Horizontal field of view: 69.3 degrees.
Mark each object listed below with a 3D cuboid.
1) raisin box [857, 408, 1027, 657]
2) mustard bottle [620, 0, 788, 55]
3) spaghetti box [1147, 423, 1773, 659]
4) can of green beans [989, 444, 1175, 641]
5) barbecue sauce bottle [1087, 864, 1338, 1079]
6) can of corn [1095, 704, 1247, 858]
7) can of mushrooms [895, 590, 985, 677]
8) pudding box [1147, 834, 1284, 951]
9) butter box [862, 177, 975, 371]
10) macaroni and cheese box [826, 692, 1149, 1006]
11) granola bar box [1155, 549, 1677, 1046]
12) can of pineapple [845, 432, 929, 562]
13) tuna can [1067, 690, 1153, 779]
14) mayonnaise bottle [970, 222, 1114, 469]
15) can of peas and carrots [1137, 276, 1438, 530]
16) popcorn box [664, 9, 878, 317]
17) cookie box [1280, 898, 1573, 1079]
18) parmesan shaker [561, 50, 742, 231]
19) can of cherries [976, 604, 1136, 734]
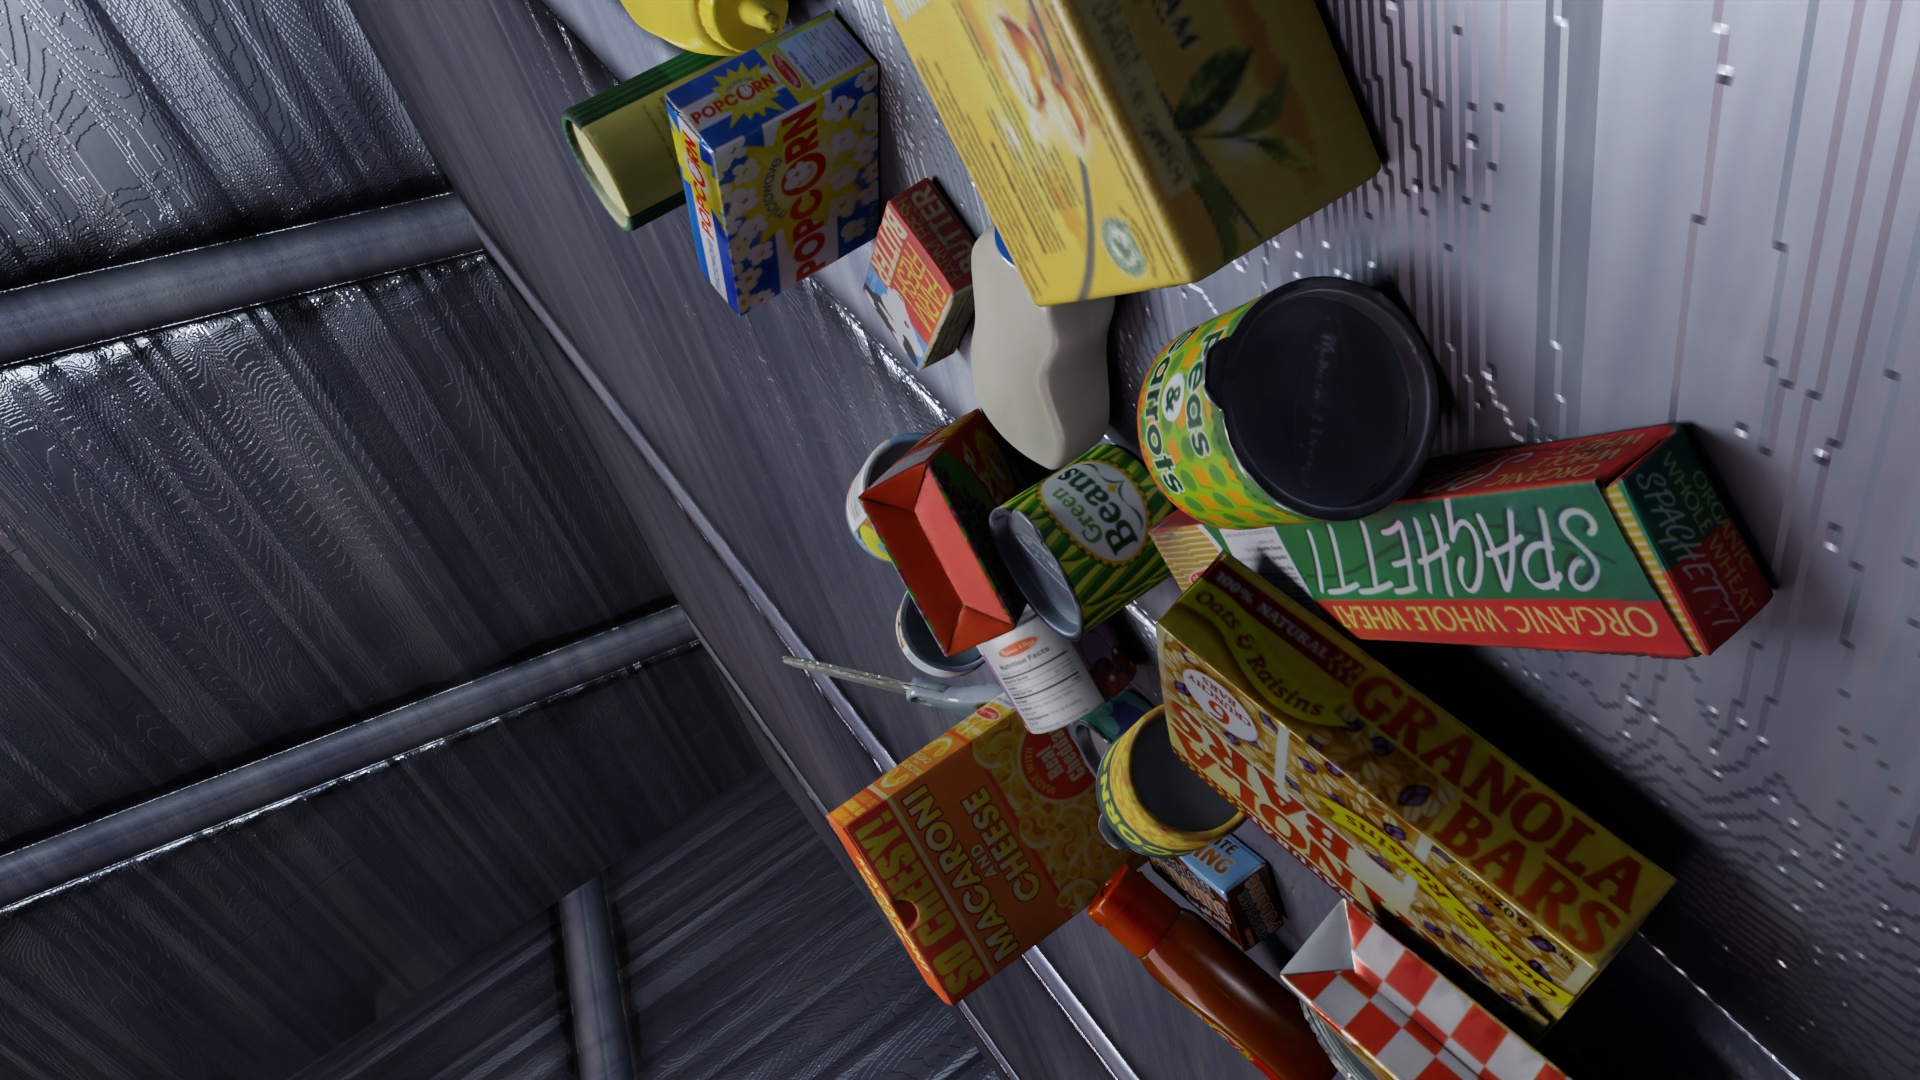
[{"bbox_3d":[0.002,-0.008,0.663,0.086,0.040,0.124,61,-162,-8],"label":"raisin box"},{"bbox_3d":[-0.119,-0.257,0.643,0.161,0.049,0.065,43,157,41],"label":"mustard bottle"},{"bbox_3d":[0.130,0.005,0.428,0.050,0.029,0.250,59,165,-7],"label":"spaghetti box"},{"bbox_3d":[0.055,0.000,0.595,0.071,0.058,0.071,51,163,22],"label":"can of green beans"},{"bbox_3d":[0.137,0.238,0.759,0.148,0.043,0.065,40,178,6],"label":"barbecue sauce bottle"},{"bbox_3d":[0.100,0.115,0.654,0.071,0.071,0.058,54,163,13],"label":"can of corn"},{"bbox_3d":[-0.006,0.049,0.867,0.071,0.071,0.033,55,165,8],"label":"can of mushrooms"},{"bbox_3d":[0.133,0.176,0.749,0.084,0.030,0.049,35,152,53],"label":"pudding box"},{"bbox_3d":[-0.017,-0.121,0.644,0.053,0.024,0.103,56,165,5],"label":"butter box"},{"bbox_3d":[0.027,0.160,0.785,0.123,0.167,0.040,61,163,-11],"label":"macaroni and cheese box"},{"bbox_3d":[0.142,0.091,0.472,0.166,0.039,0.123,39,165,28],"label":"granola bar box"},{"bbox_3d":[-0.027,-0.023,0.790,0.071,0.071,0.057,57,164,2],"label":"can of pineapple"},{"bbox_3d":[0.091,0.115,0.751,0.071,0.033,0.070,51,163,23],"label":"tuna can"},{"bbox_3d":[0.031,-0.090,0.527,0.065,0.041,0.147,48,161,24],"label":"mayonnaise bottle"},{"bbox_3d":[0.089,-0.037,0.396,0.071,0.071,0.058,59,165,-5],"label":"can of peas and carrots"},{"bbox_3d":[-0.082,-0.168,0.635,0.038,0.085,0.126,51,163,17],"label":"popcorn box"},{"bbox_3d":[0.194,0.208,0.503,0.123,0.040,0.167,37,172,42],"label":"cookie box"},{"bbox_3d":[-0.140,-0.210,0.697,0.071,0.103,0.071,51,163,22],"label":"parmesan shaker"},{"bbox_3d":[0.050,0.057,0.714,0.058,0.072,0.071,58,164,-5],"label":"can of cherries"}]
